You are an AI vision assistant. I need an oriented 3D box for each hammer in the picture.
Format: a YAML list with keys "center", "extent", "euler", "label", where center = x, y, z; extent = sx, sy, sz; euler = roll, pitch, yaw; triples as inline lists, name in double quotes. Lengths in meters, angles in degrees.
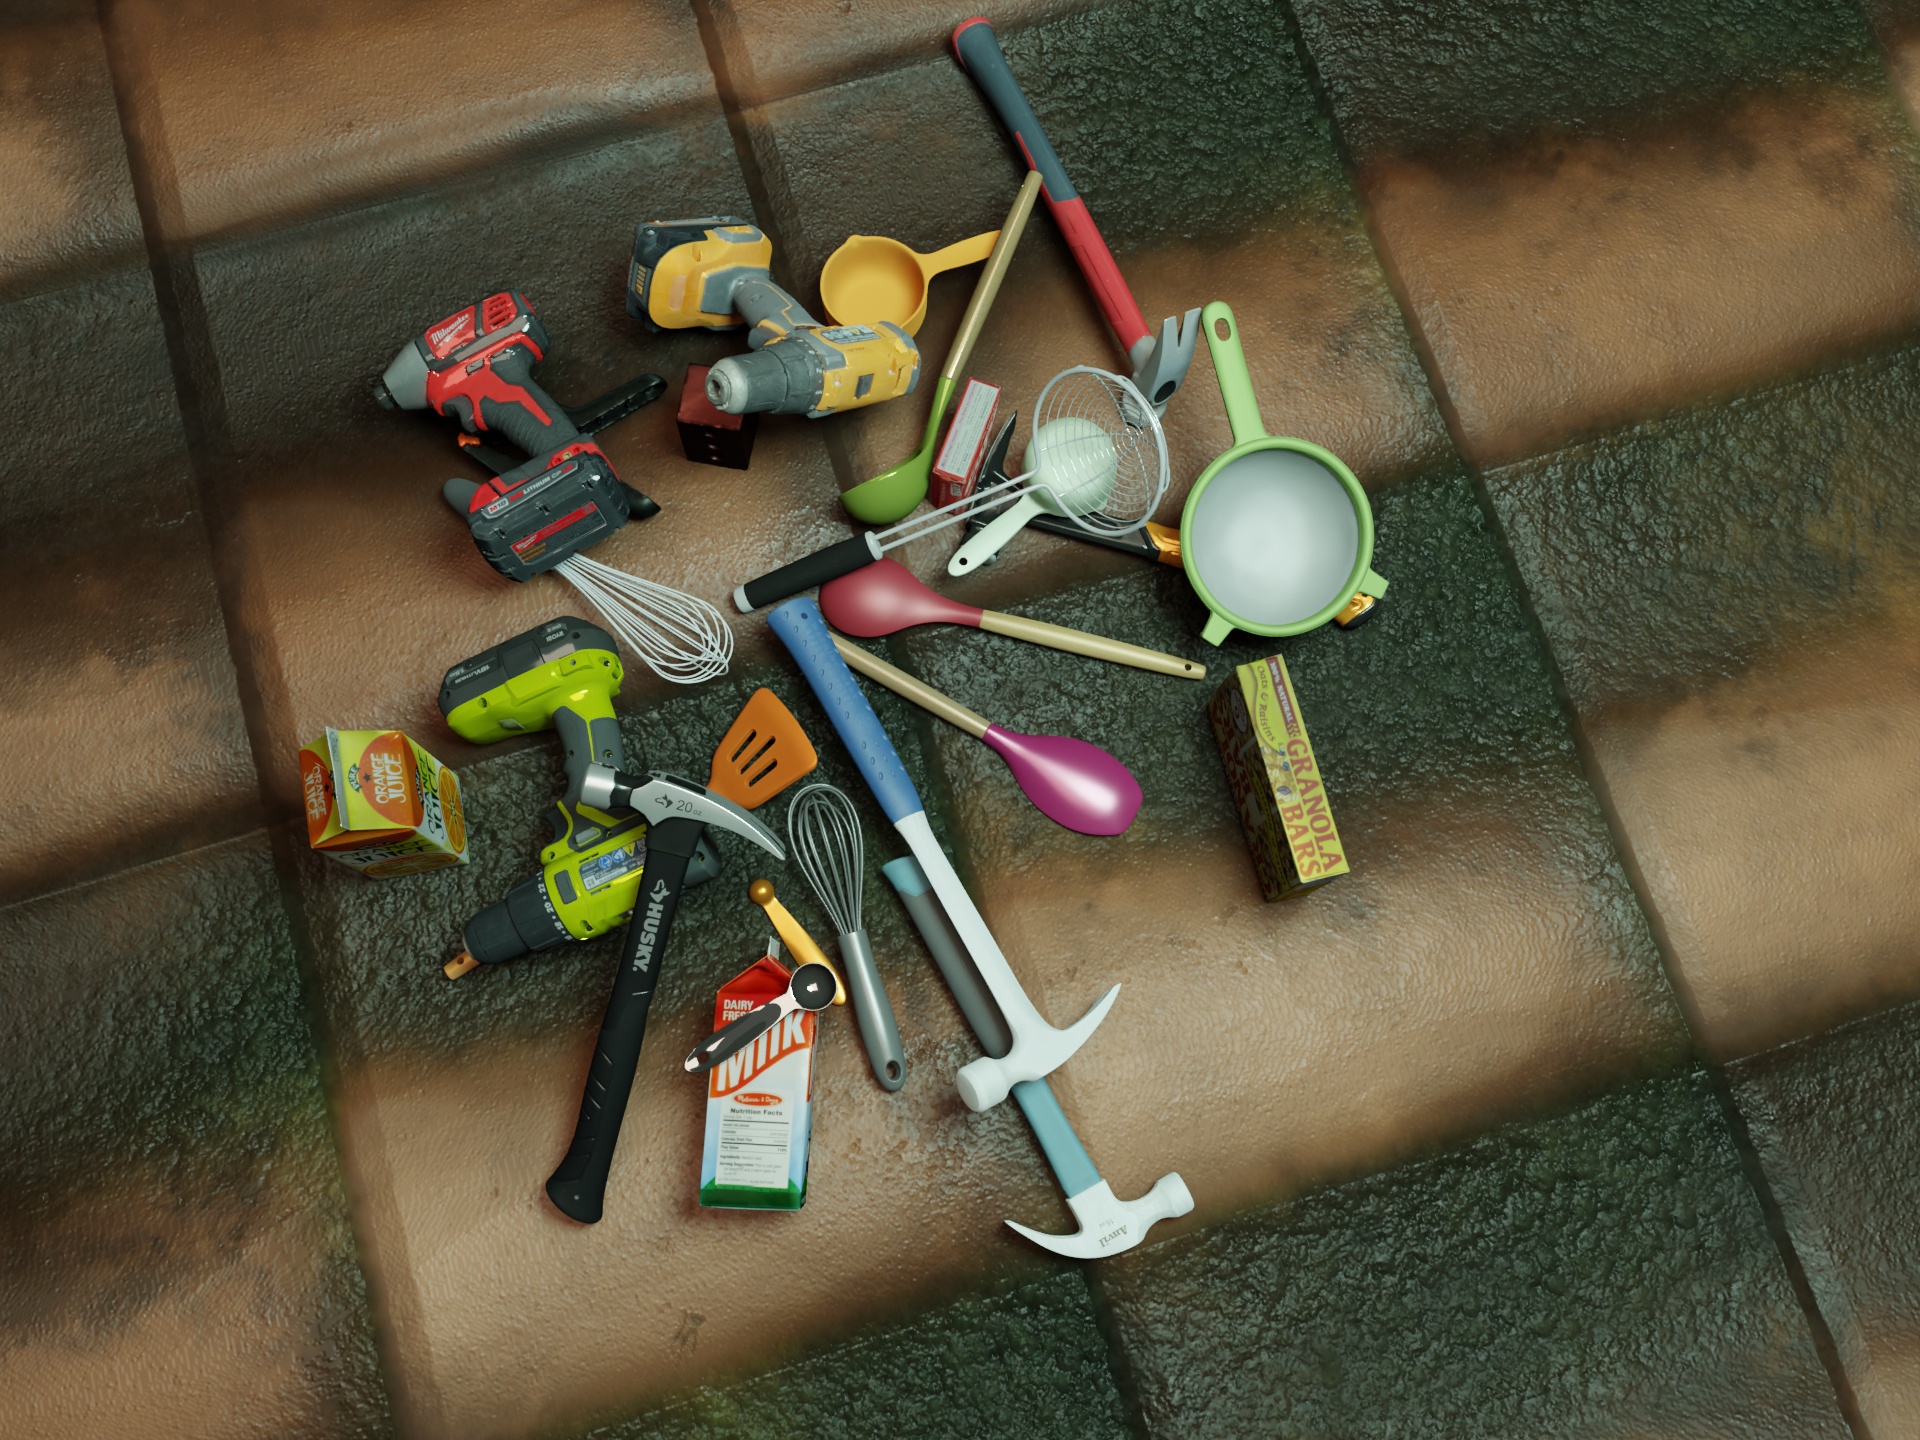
- center: [-0.229, 0.202, 1.127]
  extent: [0.146, 0.035, 0.334]
  euler: [14, 100, -9]
  label: "hammer"
- center: [0.037, 0.244, 1.187]
  extent: [0.128, 0.033, 0.331]
  euler: [-28, 78, -9]
  label: "hammer"
- center: [0.175, -0.147, 1.284]
  extent: [0.337, 0.034, 0.127]
  euler: [16, 78, 2]
  label: "hammer"
- center: [-0.029, 0.081, 1.193]
  extent: [0.144, 0.035, 0.406]
  euler: [-22, 74, -29]
  label: "hammer"
- center: [0.088, -0.436, 1.307]
  extent: [0.038, 0.143, 0.386]
  euler: [-21, 74, -13]
  label: "hammer"

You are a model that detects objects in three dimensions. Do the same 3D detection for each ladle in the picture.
- center: [-0.011, -0.303, 1.278]
  extent: [0.062, 0.078, 0.320]
  euler: [24, 85, -17]
  label: "ladle"
- center: [0.041, -0.074, 1.268]
  extent: [0.315, 0.031, 0.069]
  euler: [13, 78, 0]
  label: "ladle"

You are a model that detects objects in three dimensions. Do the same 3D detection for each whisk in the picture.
- center: [-0.079, 0.162, 1.200]
  extent: [0.055, 0.055, 0.239]
  euler: [-15, 82, -5]
  label: "whisk"
- center: [-0.297, -0.116, 1.254]
  extent: [0.285, 0.070, 0.070]
  euler: [33, 78, 11]
  label: "whisk"

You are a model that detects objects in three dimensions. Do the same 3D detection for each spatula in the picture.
- center: [-0.256, 0.097, 1.211]
  extent: [0.322, 0.041, 0.081]
  euler: [-35, 69, -8]
  label: "spatula"

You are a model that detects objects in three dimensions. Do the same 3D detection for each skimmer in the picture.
- center: [-0.018, -0.152, 1.197]
  extent: [0.363, 0.090, 0.127]
  euler: [-21, 98, 14]
  label: "skimmer"

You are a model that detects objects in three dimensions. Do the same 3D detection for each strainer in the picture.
- center: [0.221, -0.191, 1.223]
  extent: [0.151, 0.069, 0.256]
  euler: [-17, 94, -6]
  label: "strainer"

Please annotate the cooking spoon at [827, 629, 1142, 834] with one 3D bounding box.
- center: [-0.002, -0.004, 1.253]
  extent: [0.319, 0.017, 0.069]
  euler: [29, 77, 5]
  label: "cooking spoon"

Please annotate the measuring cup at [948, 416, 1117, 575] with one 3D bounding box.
- center: [0.054, -0.173, 1.249]
  extent: [0.167, 0.038, 0.083]
  euler: [-42, 82, -11]
  label: "measuring cup"

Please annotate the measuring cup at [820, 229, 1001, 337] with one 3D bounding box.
- center: [-0.032, -0.364, 1.323]
  extent: [0.173, 0.052, 0.095]
  euler: [-22, 78, -8]
  label: "measuring cup"

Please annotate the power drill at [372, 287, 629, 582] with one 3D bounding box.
- center: [-0.360, -0.224, 1.234]
  extent: [0.143, 0.078, 0.220]
  euler: [-30, 69, -5]
  label: "power drill"

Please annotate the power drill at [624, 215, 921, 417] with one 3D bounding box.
- center: [-0.167, -0.304, 1.225]
  extent: [0.226, 0.084, 0.185]
  euler: [39, 40, 26]
  label: "power drill"

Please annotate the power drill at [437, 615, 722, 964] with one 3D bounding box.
- center: [-0.303, 0.056, 1.184]
  extent: [0.190, 0.080, 0.229]
  euler: [-25, 71, 0]
  label: "power drill"

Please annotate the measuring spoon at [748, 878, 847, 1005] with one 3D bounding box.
- center: [-0.123, 0.169, 1.211]
  extent: [0.021, 0.011, 0.117]
  euler: [-36, 80, -9]
  label: "measuring spoon"

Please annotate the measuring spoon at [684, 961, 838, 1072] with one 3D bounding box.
- center: [-0.141, 0.213, 1.127]
  extent: [0.124, 0.018, 0.034]
  euler: [-32, 79, -3]
  label: "measuring spoon"
